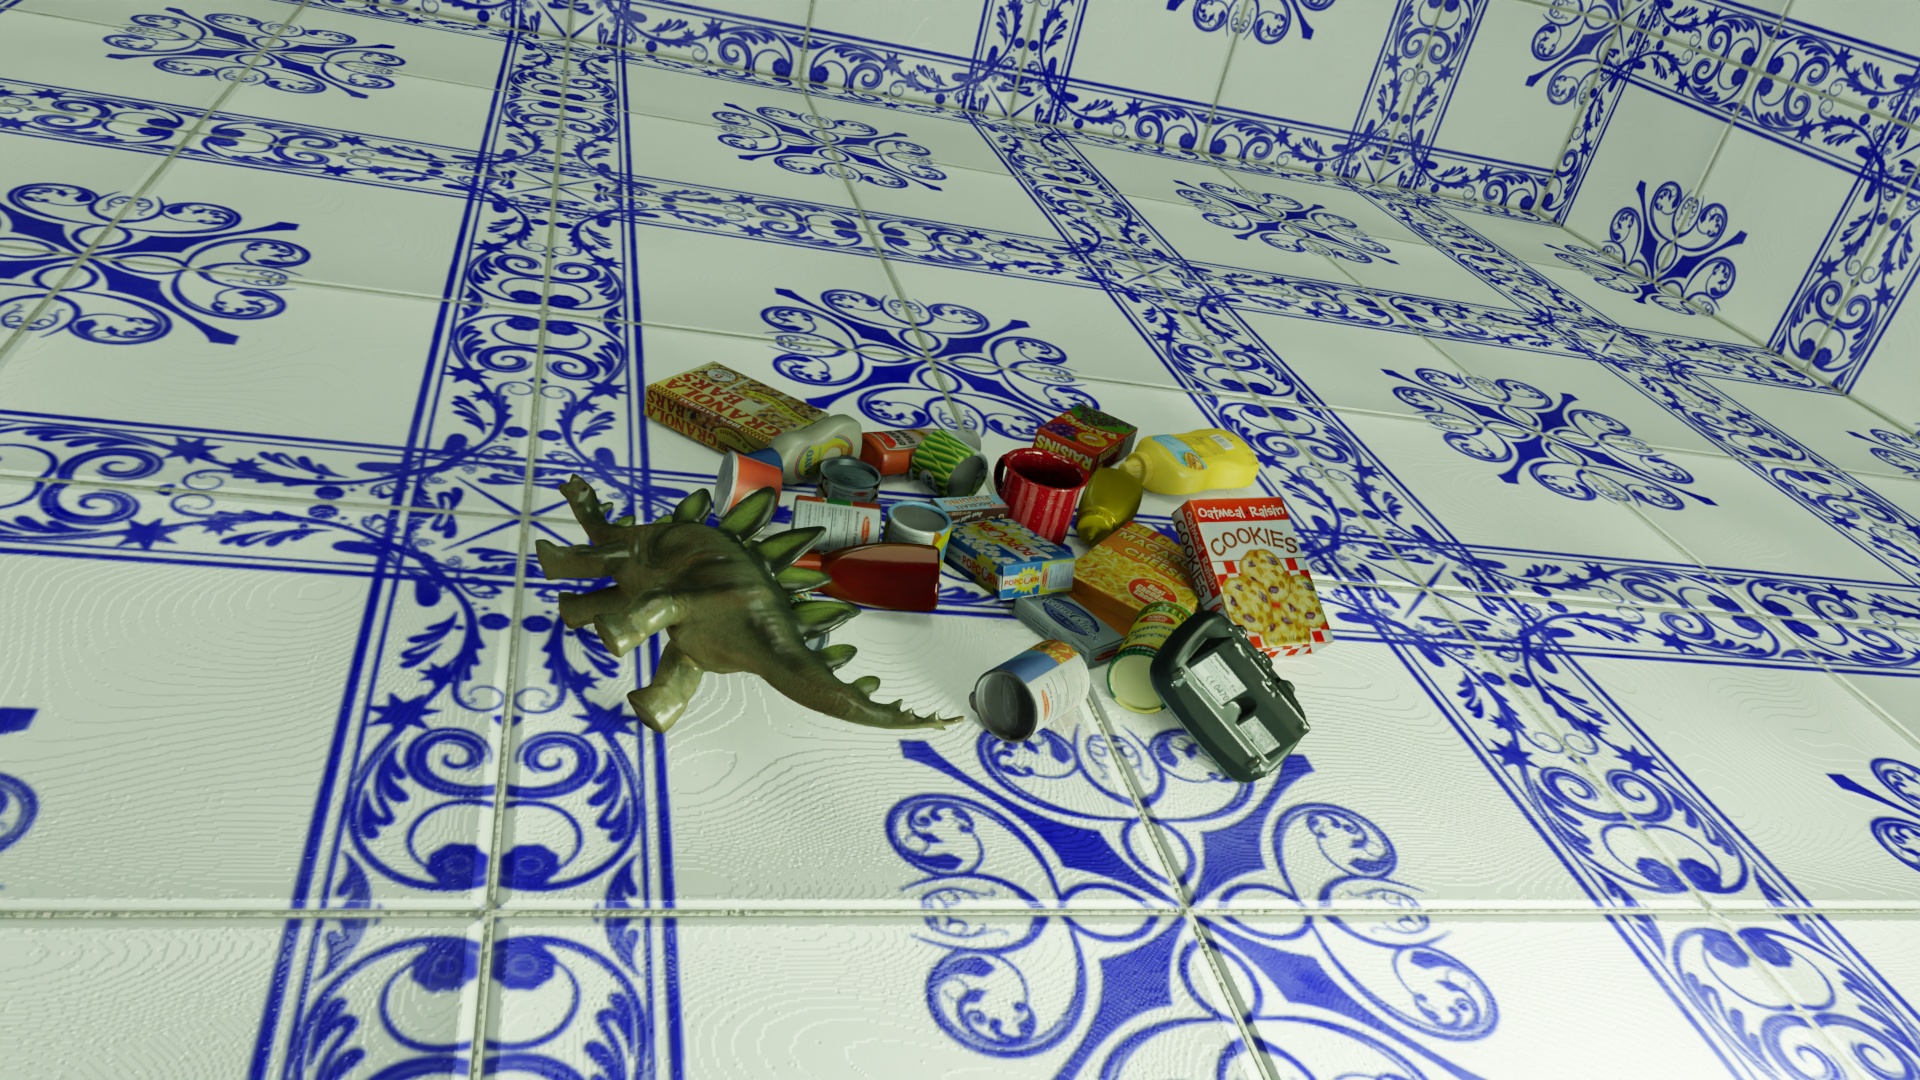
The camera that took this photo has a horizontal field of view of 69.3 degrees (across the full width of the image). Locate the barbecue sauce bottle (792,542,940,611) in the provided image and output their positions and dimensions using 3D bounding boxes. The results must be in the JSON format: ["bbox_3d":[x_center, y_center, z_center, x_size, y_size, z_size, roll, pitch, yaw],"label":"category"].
[{"bbox_3d":[-0.095,0.032,1.305,0.149,0.065,0.043,3,-8,-6],"label":"barbecue sauce bottle"}]

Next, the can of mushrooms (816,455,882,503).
[{"bbox_3d":[-0.119,-0.060,1.480,0.071,0.033,0.071,11,29,-6],"label":"can of mushrooms"}]

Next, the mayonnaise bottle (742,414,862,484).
[{"bbox_3d":[-0.172,-0.090,1.484,0.041,0.064,0.149,32,37,33],"label":"mayonnaise bottle"}]

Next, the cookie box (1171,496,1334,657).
[{"bbox_3d":[0.295,0.037,1.411,0.123,0.040,0.168,-2,64,-29],"label":"cookie box"}]

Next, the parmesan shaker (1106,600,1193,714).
[{"bbox_3d":[0.183,0.108,1.286,0.071,0.071,0.103,21,29,12],"label":"parmesan shaker"}]

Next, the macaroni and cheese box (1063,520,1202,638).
[{"bbox_3d":[0.190,0.044,1.430,0.124,0.040,0.167,28,32,21],"label":"macaroni and cheese box"}]

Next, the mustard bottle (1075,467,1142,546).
[{"bbox_3d":[0.158,-0.031,1.539,0.065,0.048,0.161,21,30,11],"label":"mustard bottle"}]

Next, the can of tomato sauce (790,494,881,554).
[{"bbox_3d":[-0.123,-0.007,1.351,0.083,0.070,0.071,6,29,-9],"label":"can of tomato sauce"}]

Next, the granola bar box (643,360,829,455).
[{"bbox_3d":[-0.250,-0.141,1.556,0.166,0.038,0.125,25,30,19],"label":"granola bar box"}]

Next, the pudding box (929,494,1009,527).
[{"bbox_3d":[0.005,-0.018,1.446,0.084,0.049,0.030,-4,32,-32],"label":"pudding box"}]

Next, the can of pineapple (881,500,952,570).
[{"bbox_3d":[-0.045,0.000,1.383,0.071,0.057,0.071,11,29,-6],"label":"can of pineapple"}]

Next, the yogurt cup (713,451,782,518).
[{"bbox_3d":[-0.213,-0.052,1.393,0.054,0.072,0.073,11,28,-23],"label":"yogurt cup"}]

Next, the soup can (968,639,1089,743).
[{"bbox_3d":[0.060,0.128,1.198,0.071,0.071,0.084,31,32,27],"label":"soup can"}]

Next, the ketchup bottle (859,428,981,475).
[{"bbox_3d":[-0.045,-0.103,1.580,0.149,0.043,0.065,-8,32,-36],"label":"ketchup bottle"}]

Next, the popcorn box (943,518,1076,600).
[{"bbox_3d":[0.044,0.017,1.385,0.085,0.038,0.127,-6,21,-30],"label":"popcorn box"}]

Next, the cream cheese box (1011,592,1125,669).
[{"bbox_3d":[0.103,0.082,1.339,0.053,0.024,0.104,-14,39,-43],"label":"cream cheese box"}]

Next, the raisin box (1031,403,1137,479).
[{"bbox_3d":[0.153,-0.123,1.711,0.086,0.040,0.124,27,30,20],"label":"raisin box"}]

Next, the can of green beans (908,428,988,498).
[{"bbox_3d":[-0.012,-0.081,1.533,0.071,0.071,0.058,-14,40,-41],"label":"can of green beans"}]

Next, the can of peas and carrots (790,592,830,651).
[{"bbox_3d":[-0.152,0.070,1.197,0.071,0.070,0.059,-2,32,-27],"label":"can of peas and carrots"}]
